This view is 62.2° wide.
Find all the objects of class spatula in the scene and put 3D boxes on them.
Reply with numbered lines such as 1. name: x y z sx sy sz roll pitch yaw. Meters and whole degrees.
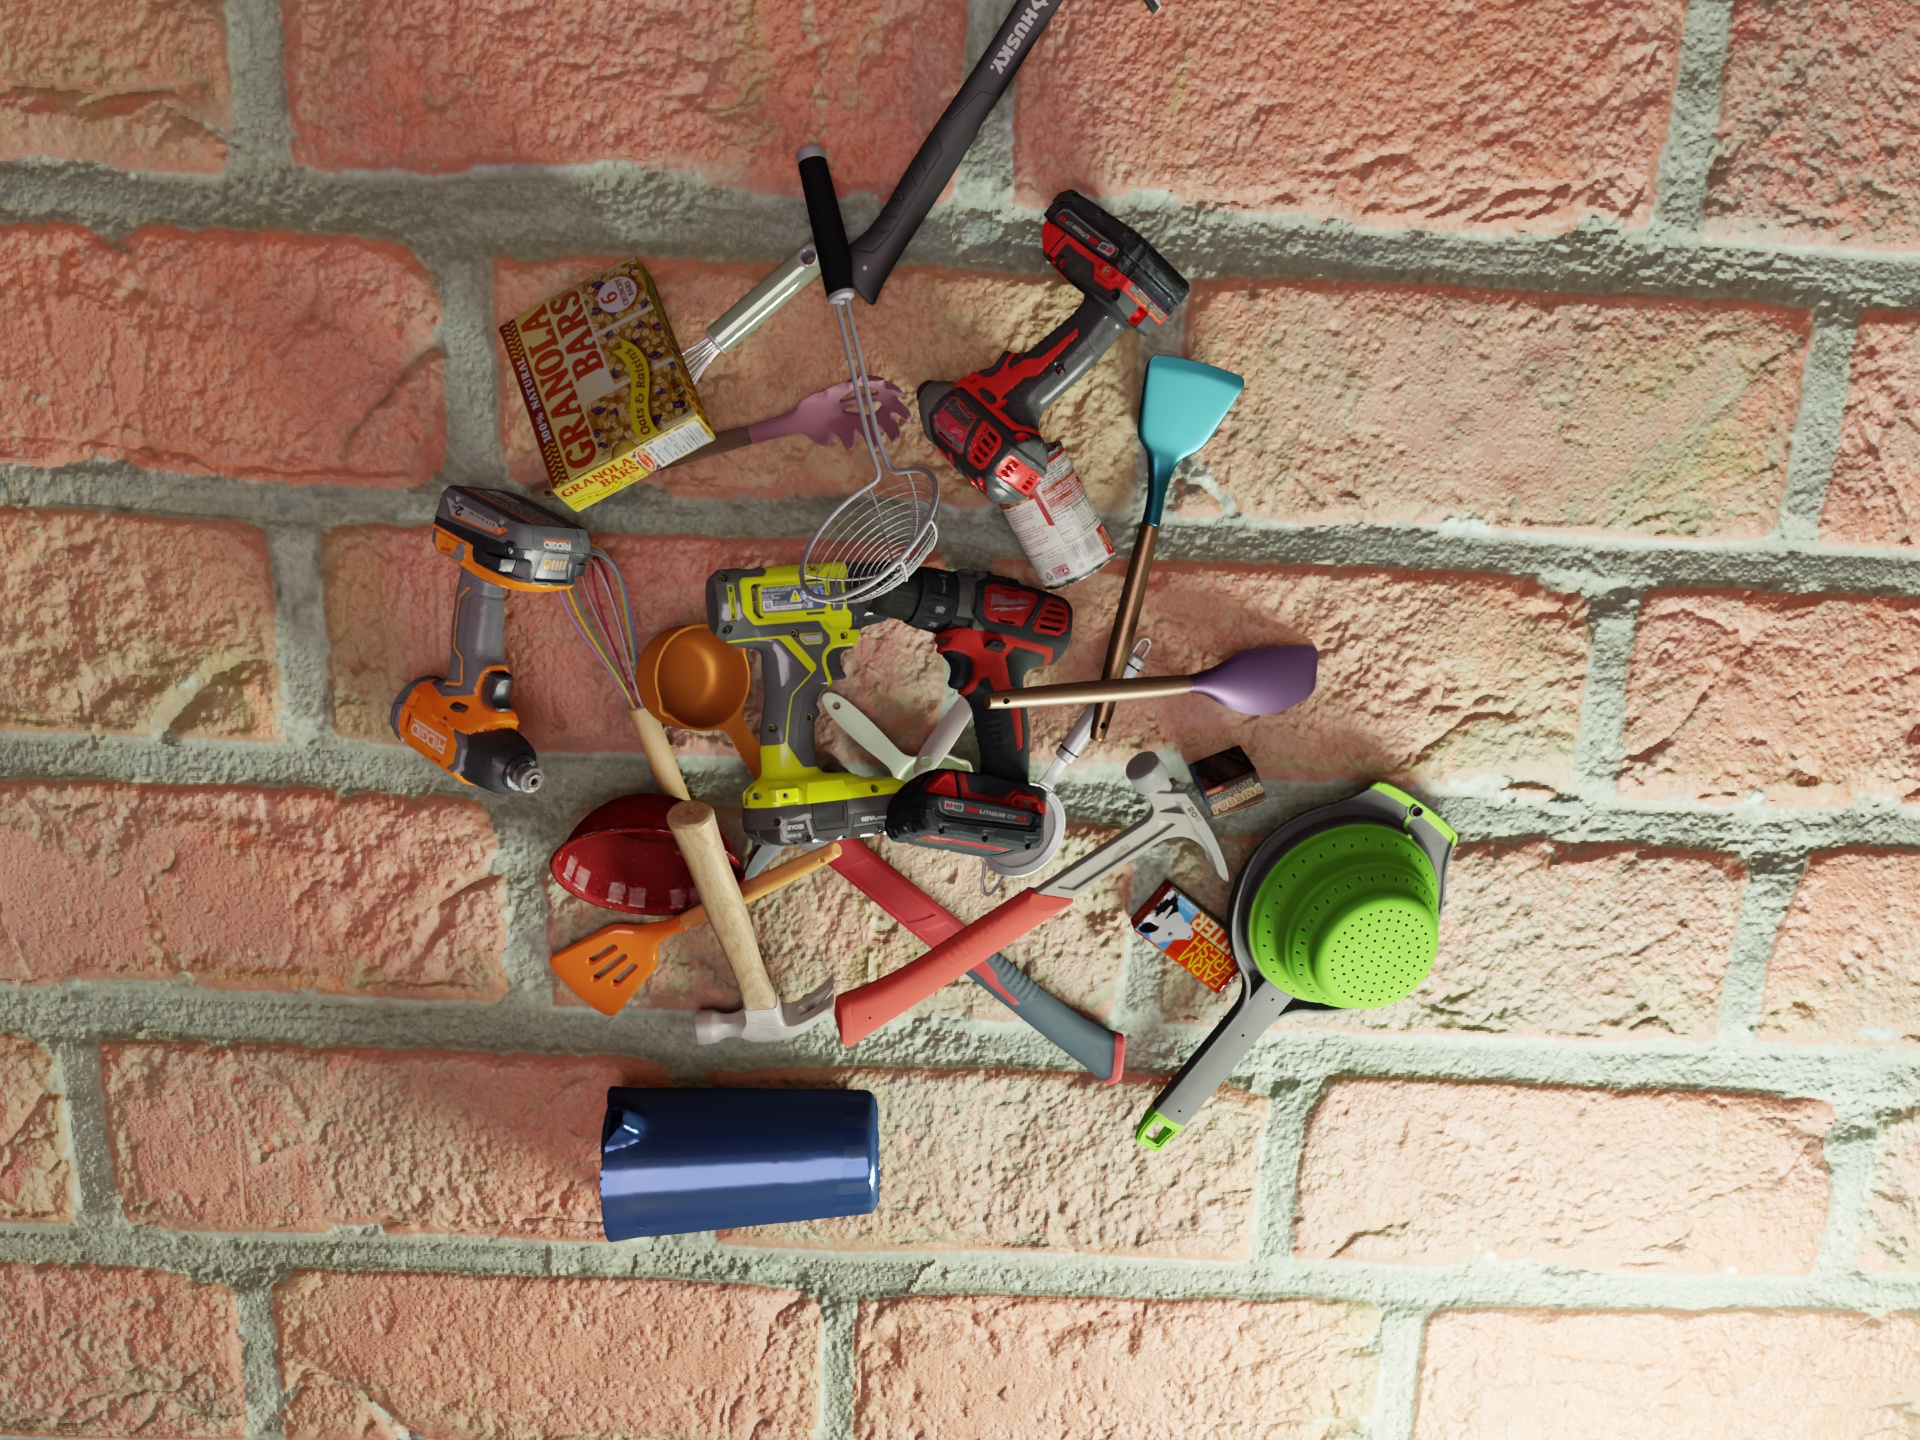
1. spatula: 0.151 -0.134 1.301 0.082 0.044 0.317 11 98 -13
2. spatula: 0.163 -0.026 1.297 0.315 0.018 0.059 -4 107 -25
3. spatula: -0.220 0.169 1.346 0.322 0.041 0.081 -27 114 34

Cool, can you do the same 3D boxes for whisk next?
1. whisk: -0.272 -0.034 1.332 0.051 0.047 0.244 -13 110 14
2. whisk: -0.199 -0.294 1.257 0.246 0.059 0.058 -40 86 4

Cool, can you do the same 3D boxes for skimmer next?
1. skimmer: -0.094 -0.264 1.184 0.127 0.090 0.363 -17 82 34

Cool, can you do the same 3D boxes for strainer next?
1. strainer: 0.086 0.036 1.360 0.086 0.050 0.258 32 97 -29

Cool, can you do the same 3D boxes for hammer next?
1. hammer: 0.014 -0.468 1.218 0.146 0.035 0.334 33 102 -9
2. hammer: 0.051 0.174 1.353 0.359 0.037 0.149 -34 123 4
3. hammer: -0.013 0.208 1.406 0.386 0.038 0.143 40 102 -11
4. hammer: -0.183 0.173 1.305 0.130 0.031 0.331 -6 140 2

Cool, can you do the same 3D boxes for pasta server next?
1. pasta server: -0.195 -0.220 1.281 0.316 0.040 0.060 -14 124 4

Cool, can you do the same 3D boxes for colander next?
1. colander: 0.291 0.242 1.375 0.204 0.095 0.397 32 102 -21

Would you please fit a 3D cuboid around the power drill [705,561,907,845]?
1. power drill: -0.110 -0.017 1.294 0.171 0.080 0.223 -6 91 -20

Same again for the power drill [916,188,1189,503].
1. power drill: 0.058 -0.286 1.226 0.219 0.143 0.078 -51 140 11

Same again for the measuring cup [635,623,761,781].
1. measuring cup: -0.204 -0.002 1.326 0.095 0.052 0.173 -43 117 -28

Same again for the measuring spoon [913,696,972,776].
1. measuring spoon: -0.002 -0.004 1.334 0.034 0.018 0.124 34 81 6

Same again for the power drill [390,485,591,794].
1. power drill: -0.369 -0.057 1.266 0.164 0.084 0.226 27 107 34

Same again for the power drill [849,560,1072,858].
1. power drill: -0.007 -0.015 1.267 0.187 0.080 0.227 12 74 -22

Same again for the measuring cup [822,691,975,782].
1. measuring cup: -0.053 0.033 1.362 0.167 0.038 0.083 42 96 3
